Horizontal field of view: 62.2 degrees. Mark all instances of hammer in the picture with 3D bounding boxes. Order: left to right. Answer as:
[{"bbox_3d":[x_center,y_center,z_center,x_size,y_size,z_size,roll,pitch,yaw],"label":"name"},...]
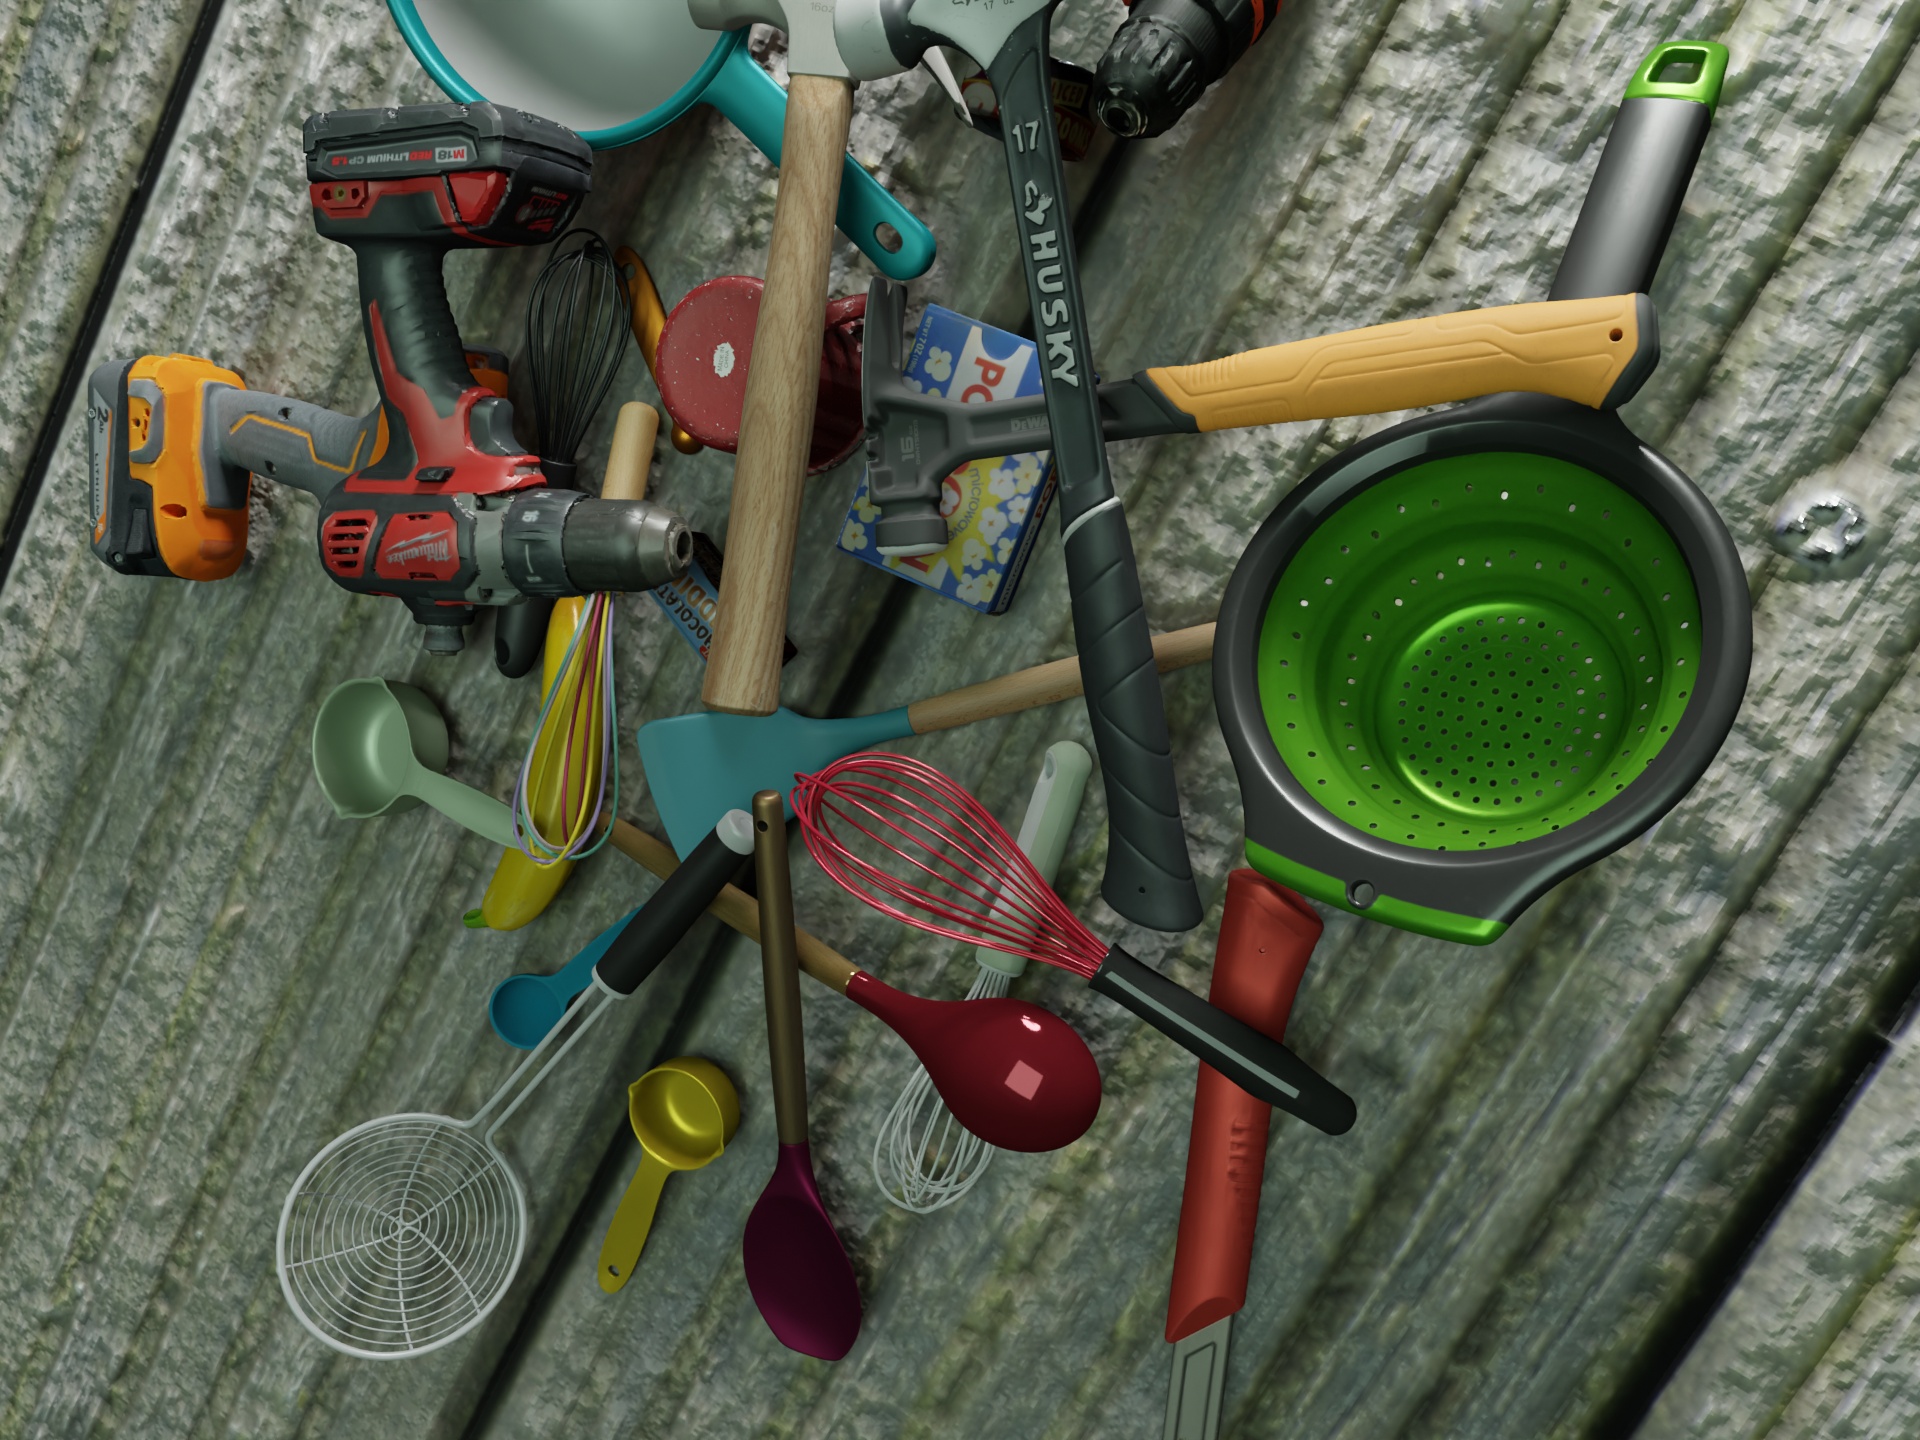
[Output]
[{"bbox_3d":[-0.074,-0.166,0.705,0.130,0.031,0.331,9,96,11],"label":"hammer"},{"bbox_3d":[0.056,-0.103,0.658,0.149,0.036,0.408,-4,106,27],"label":"hammer"},{"bbox_3d":[0.111,0.248,0.755,0.149,0.036,0.359,8,96,17],"label":"hammer"},{"bbox_3d":[0.111,-0.146,0.671,0.337,0.034,0.127,-3,93,25],"label":"hammer"}]

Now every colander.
[{"bbox_3d":[0.247,-0.093,0.670,0.205,0.094,0.397,18,80,32],"label":"colander"}]

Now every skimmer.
[{"bbox_3d":[-0.219,0.187,0.812,0.127,0.090,0.363,38,112,-10],"label":"skimmer"}]

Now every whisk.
[{"bbox_3d":[-0.215,-0.135,0.831,0.055,0.055,0.239,19,104,16],"label":"whisk"},{"bbox_3d":[-0.182,-0.045,0.804,0.051,0.047,0.245,11,79,-12],"label":"whisk"},{"bbox_3d":[0.015,0.126,0.775,0.059,0.058,0.246,17,95,-19],"label":"whisk"},{"bbox_3d":[0.047,0.100,0.721,0.296,0.073,0.073,31,102,11],"label":"whisk"}]

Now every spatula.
[{"bbox_3d":[-0.001,-0.002,0.772,0.317,0.044,0.082,-15,99,17],"label":"spatula"}]

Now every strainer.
[{"bbox_3d":[-0.127,-0.341,0.773,0.340,0.095,0.211,45,114,-1],"label":"strainer"}]

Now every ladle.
[{"bbox_3d":[-0.070,0.116,0.781,0.316,0.031,0.069,27,97,28],"label":"ladle"}]

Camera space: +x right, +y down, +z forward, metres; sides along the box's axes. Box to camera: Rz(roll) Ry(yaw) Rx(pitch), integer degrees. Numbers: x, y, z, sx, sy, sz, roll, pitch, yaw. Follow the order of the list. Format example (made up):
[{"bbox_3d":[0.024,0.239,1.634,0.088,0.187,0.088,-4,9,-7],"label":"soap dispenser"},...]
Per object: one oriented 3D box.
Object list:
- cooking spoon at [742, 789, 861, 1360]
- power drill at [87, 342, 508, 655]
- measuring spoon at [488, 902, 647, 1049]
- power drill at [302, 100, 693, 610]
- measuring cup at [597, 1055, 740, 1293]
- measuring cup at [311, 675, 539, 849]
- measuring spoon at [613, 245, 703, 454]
[{"bbox_3d":[-0.084,0.184,0.786,0.069,0.017,0.318,7,111,24],"label":"cooking spoon"},{"bbox_3d":[-0.351,-0.120,0.860,0.226,0.084,0.164,3,95,14],"label":"power drill"},{"bbox_3d":[-0.199,0.131,0.861,0.128,0.021,0.042,-36,94,7],"label":"measuring spoon"},{"bbox_3d":[-0.216,-0.164,0.747,0.188,0.080,0.226,4,100,18],"label":"power drill"},{"bbox_3d":[-0.161,0.245,0.854,0.062,0.029,0.156,30,114,14],"label":"measuring cup"},{"bbox_3d":[-0.278,0.031,0.854,0.168,0.038,0.083,23,100,24],"label":"measuring cup"},{"bbox_3d":[-0.159,-0.194,0.828,0.021,0.011,0.117,-21,87,18],"label":"measuring spoon"}]
